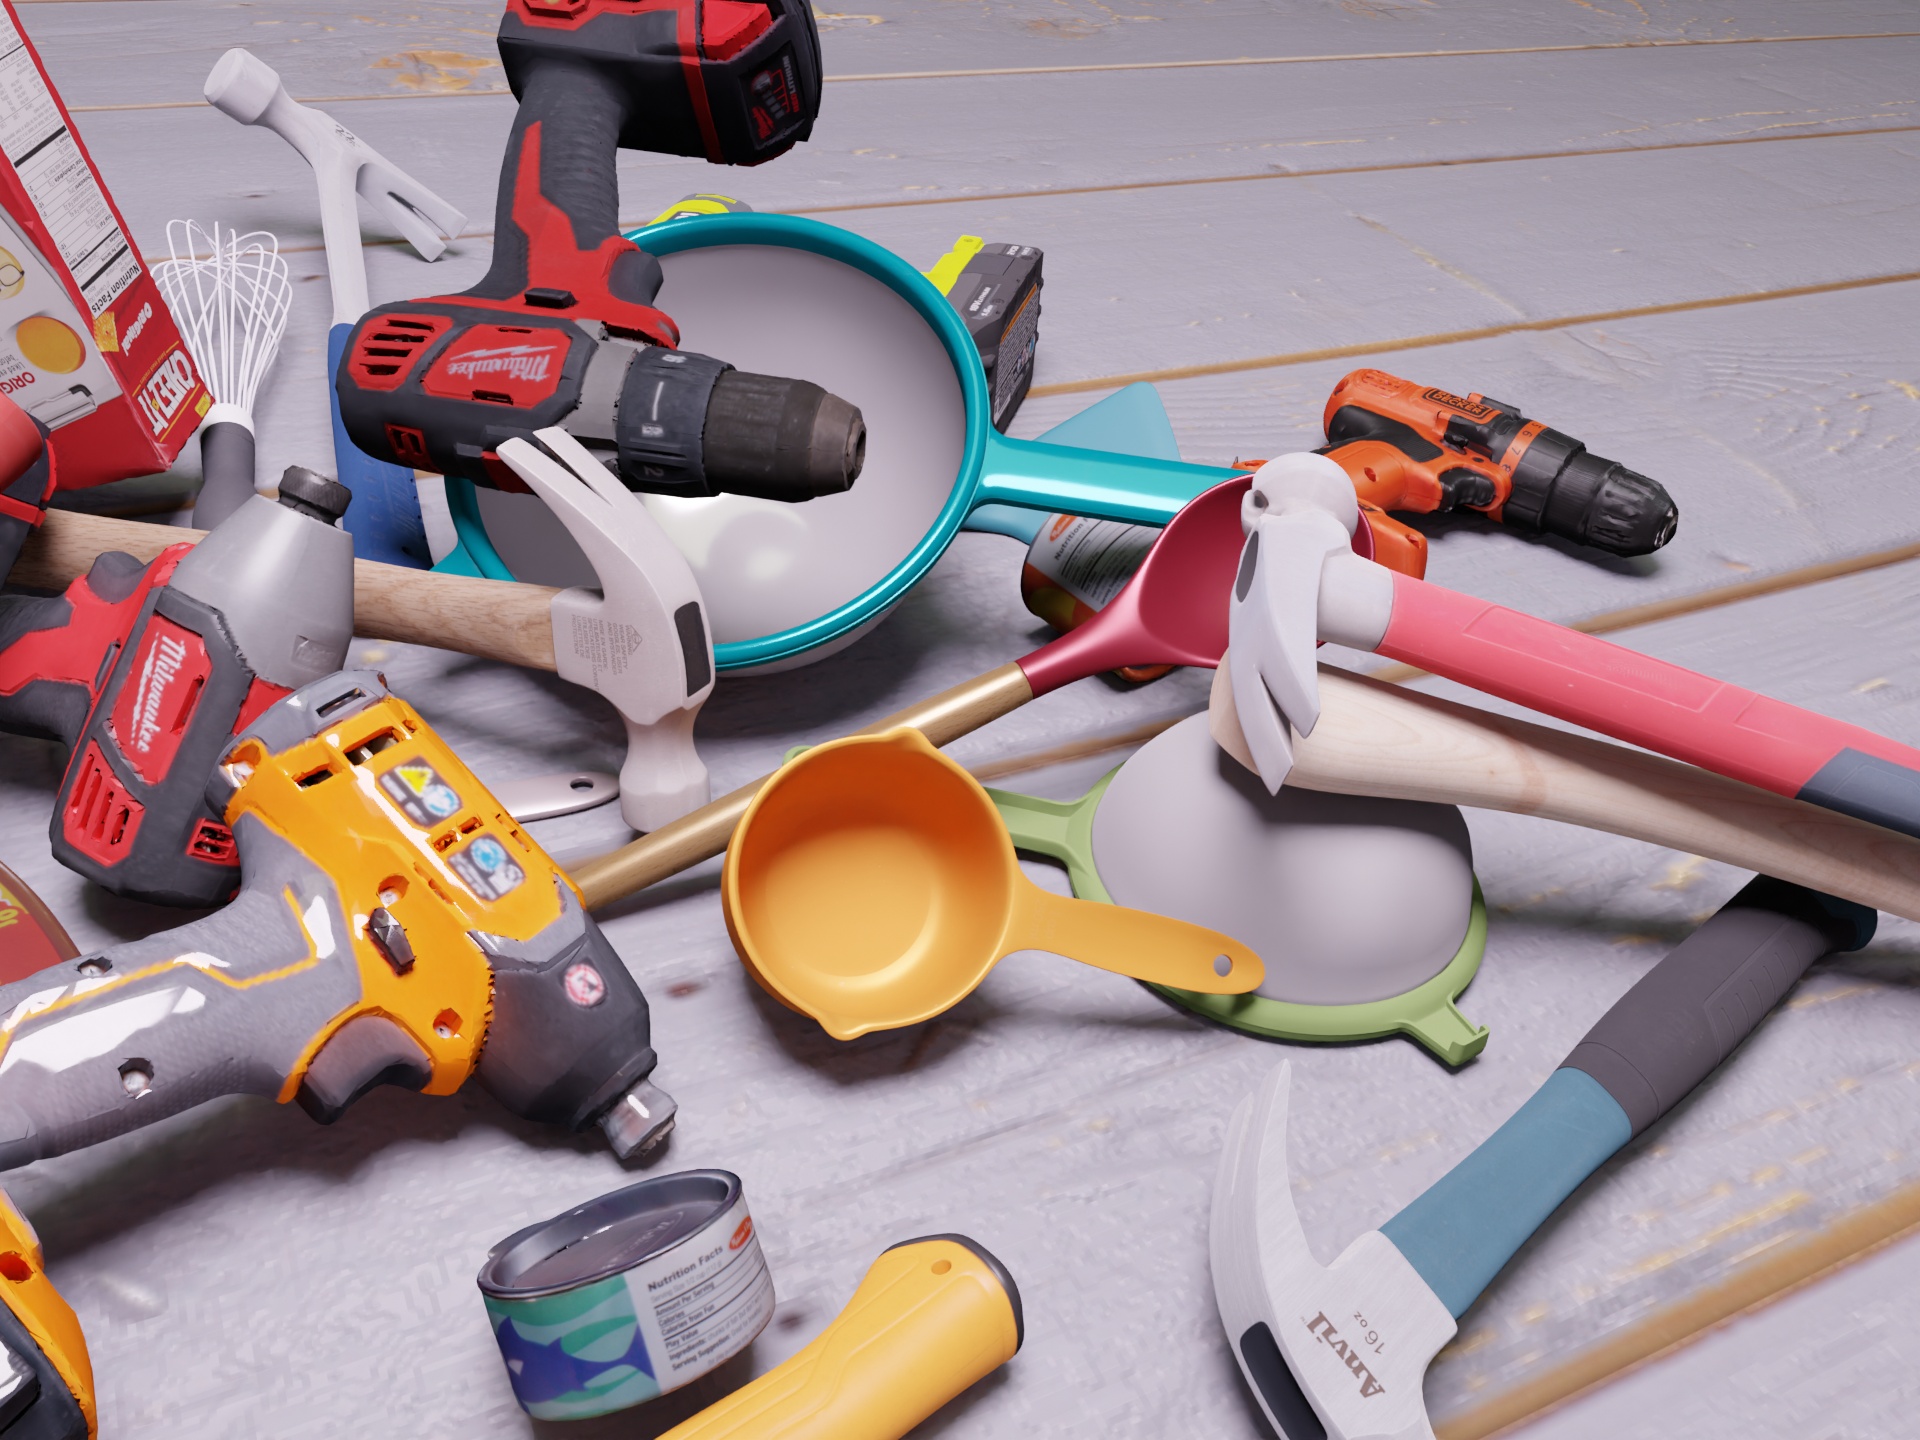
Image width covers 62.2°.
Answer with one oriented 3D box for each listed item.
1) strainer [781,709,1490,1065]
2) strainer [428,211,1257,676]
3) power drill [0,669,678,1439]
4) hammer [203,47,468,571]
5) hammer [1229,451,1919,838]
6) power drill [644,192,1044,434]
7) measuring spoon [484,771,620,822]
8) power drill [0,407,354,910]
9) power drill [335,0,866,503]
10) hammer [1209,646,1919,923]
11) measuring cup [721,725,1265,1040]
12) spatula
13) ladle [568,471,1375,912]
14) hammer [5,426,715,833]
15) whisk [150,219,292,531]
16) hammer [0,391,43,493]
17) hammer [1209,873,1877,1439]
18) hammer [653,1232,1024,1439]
[{"bbox_3d":[0.064,0.024,0.556,0.256,0.069,0.152,11,38,3],"label":"strainer"},{"bbox_3d":[-0.029,-0.086,0.640,0.340,0.095,0.211,9,65,6],"label":"strainer"},{"bbox_3d":[-0.185,0.096,0.400,0.164,0.084,0.226,45,44,5],"label":"power drill"},{"bbox_3d":[-0.284,-0.185,0.762,0.144,0.035,0.406,31,26,-44],"label":"hammer"},{"bbox_3d":[0.269,0.022,0.490,0.386,0.038,0.143,18,38,-3],"label":"hammer"},{"bbox_3d":[-0.085,-0.204,0.823,0.228,0.080,0.191,12,38,11],"label":"power drill"},{"bbox_3d":[-0.180,0.026,0.555,0.124,0.018,0.034,-8,40,-20],"label":"measuring spoon"},{"bbox_3d":[-0.299,-0.042,0.529,0.220,0.143,0.078,23,-1,21],"label":"power drill"},{"bbox_3d":[-0.111,-0.182,0.598,0.188,0.080,0.227,9,68,8],"label":"power drill"},{"bbox_3d":[0.281,0.035,0.539,0.410,0.038,0.146,15,39,-7],"label":"hammer"},{"bbox_3d":[0.009,0.062,0.504,0.173,0.052,0.095,15,76,-13],"label":"measuring cup"},{"bbox_3d":[-0.057,-0.102,0.719,0.317,0.044,0.082,-6,67,-13],"label":"spatula"},{"bbox_3d":[-0.001,-0.002,0.543,0.315,0.031,0.069,-25,78,-9],"label":"ladle"},{"bbox_3d":[-0.239,-0.050,0.577,0.331,0.130,0.031,10,25,20],"label":"hammer"},{"bbox_3d":[-0.338,-0.150,0.729,0.070,0.070,0.285,-8,45,-19],"label":"whisk"},{"bbox_3d":[-0.329,0.044,0.373,0.149,0.036,0.359,-7,47,30],"label":"hammer"},{"bbox_3d":[0.198,0.112,0.481,0.331,0.033,0.128,-24,64,-38],"label":"hammer"},{"bbox_3d":[-0.113,0.197,0.309,0.337,0.034,0.127,-21,21,-36],"label":"hammer"}]
